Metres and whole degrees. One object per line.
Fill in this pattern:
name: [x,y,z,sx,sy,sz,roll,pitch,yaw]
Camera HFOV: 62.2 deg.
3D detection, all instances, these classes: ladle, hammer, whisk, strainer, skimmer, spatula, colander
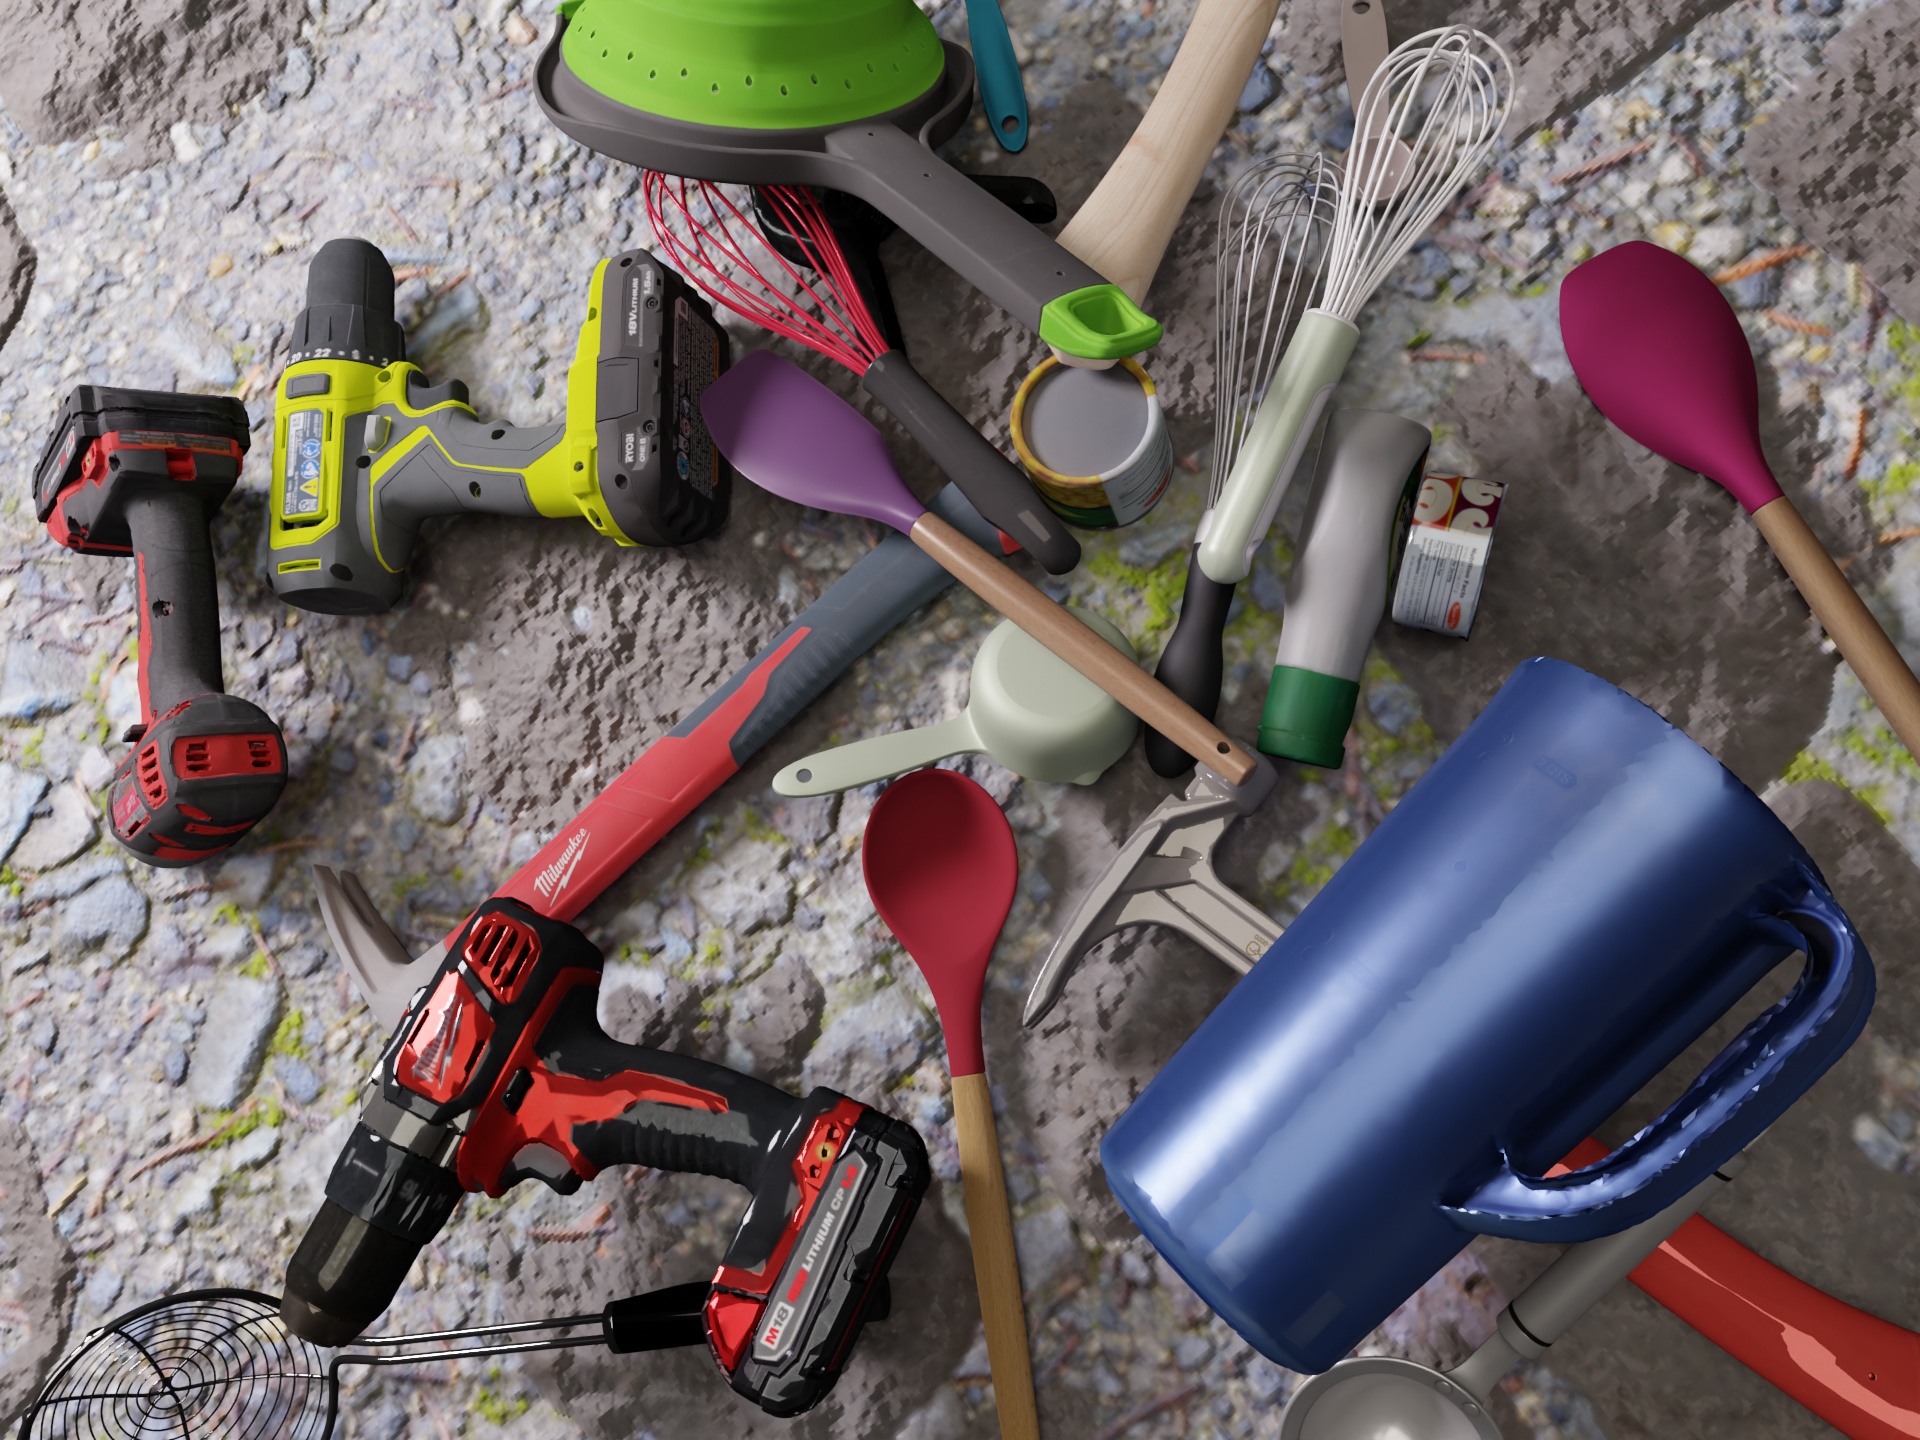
ladle: [0.008,0.177,0.674,0.069,0.031,0.315,-10,78,9]
hammer: [0.202,0.164,0.616,0.359,0.036,0.149,36,84,16]
whisk: [0.156,-0.169,0.650,0.059,0.057,0.246,25,93,20]
strainer: [0.201,0.226,0.577,0.087,0.050,0.258,39,111,10]
whisk: [0.121,-0.113,0.696,0.070,0.070,0.284,13,86,16]
whisk: [-0.047,-0.169,0.712,0.073,0.073,0.296,-42,73,2]
skimmer: [-0.211,0.284,0.672,0.363,0.090,0.127,-10,109,9]
hammer: [0.139,-0.333,0.714,0.146,0.038,0.411,19,75,16]
spatula: [0.000,-0.069,0.688,0.316,0.018,0.060,39,72,22]
colander: [-0.046,-0.281,0.671,0.204,0.094,0.397,-24,51,-27]
hammer: [-0.128,0.003,0.738,0.386,0.038,0.143,-42,71,2]

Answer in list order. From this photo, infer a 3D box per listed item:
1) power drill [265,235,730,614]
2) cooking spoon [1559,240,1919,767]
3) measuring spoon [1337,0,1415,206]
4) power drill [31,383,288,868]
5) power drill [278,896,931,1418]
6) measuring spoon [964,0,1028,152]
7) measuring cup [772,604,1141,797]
power drill: [-0.233,-0.157,0.779,0.228,0.080,0.191,-4,78,16]
cooking spoon: [0.344,-0.066,0.647,0.069,0.017,0.319,-28,73,7]
measuring spoon: [0.189,-0.289,0.737,0.034,0.018,0.124,-4,71,13]
power drill: [-0.388,-0.039,0.774,0.143,0.078,0.220,-28,72,46]
power drill: [-0.145,0.195,0.639,0.227,0.080,0.188,24,73,11]
measuring spoon: [0.015,-0.339,0.790,0.042,0.021,0.129,-13,85,10]
measuring cup: [-0.001,-0.002,0.681,0.167,0.038,0.083,-16,61,-9]
